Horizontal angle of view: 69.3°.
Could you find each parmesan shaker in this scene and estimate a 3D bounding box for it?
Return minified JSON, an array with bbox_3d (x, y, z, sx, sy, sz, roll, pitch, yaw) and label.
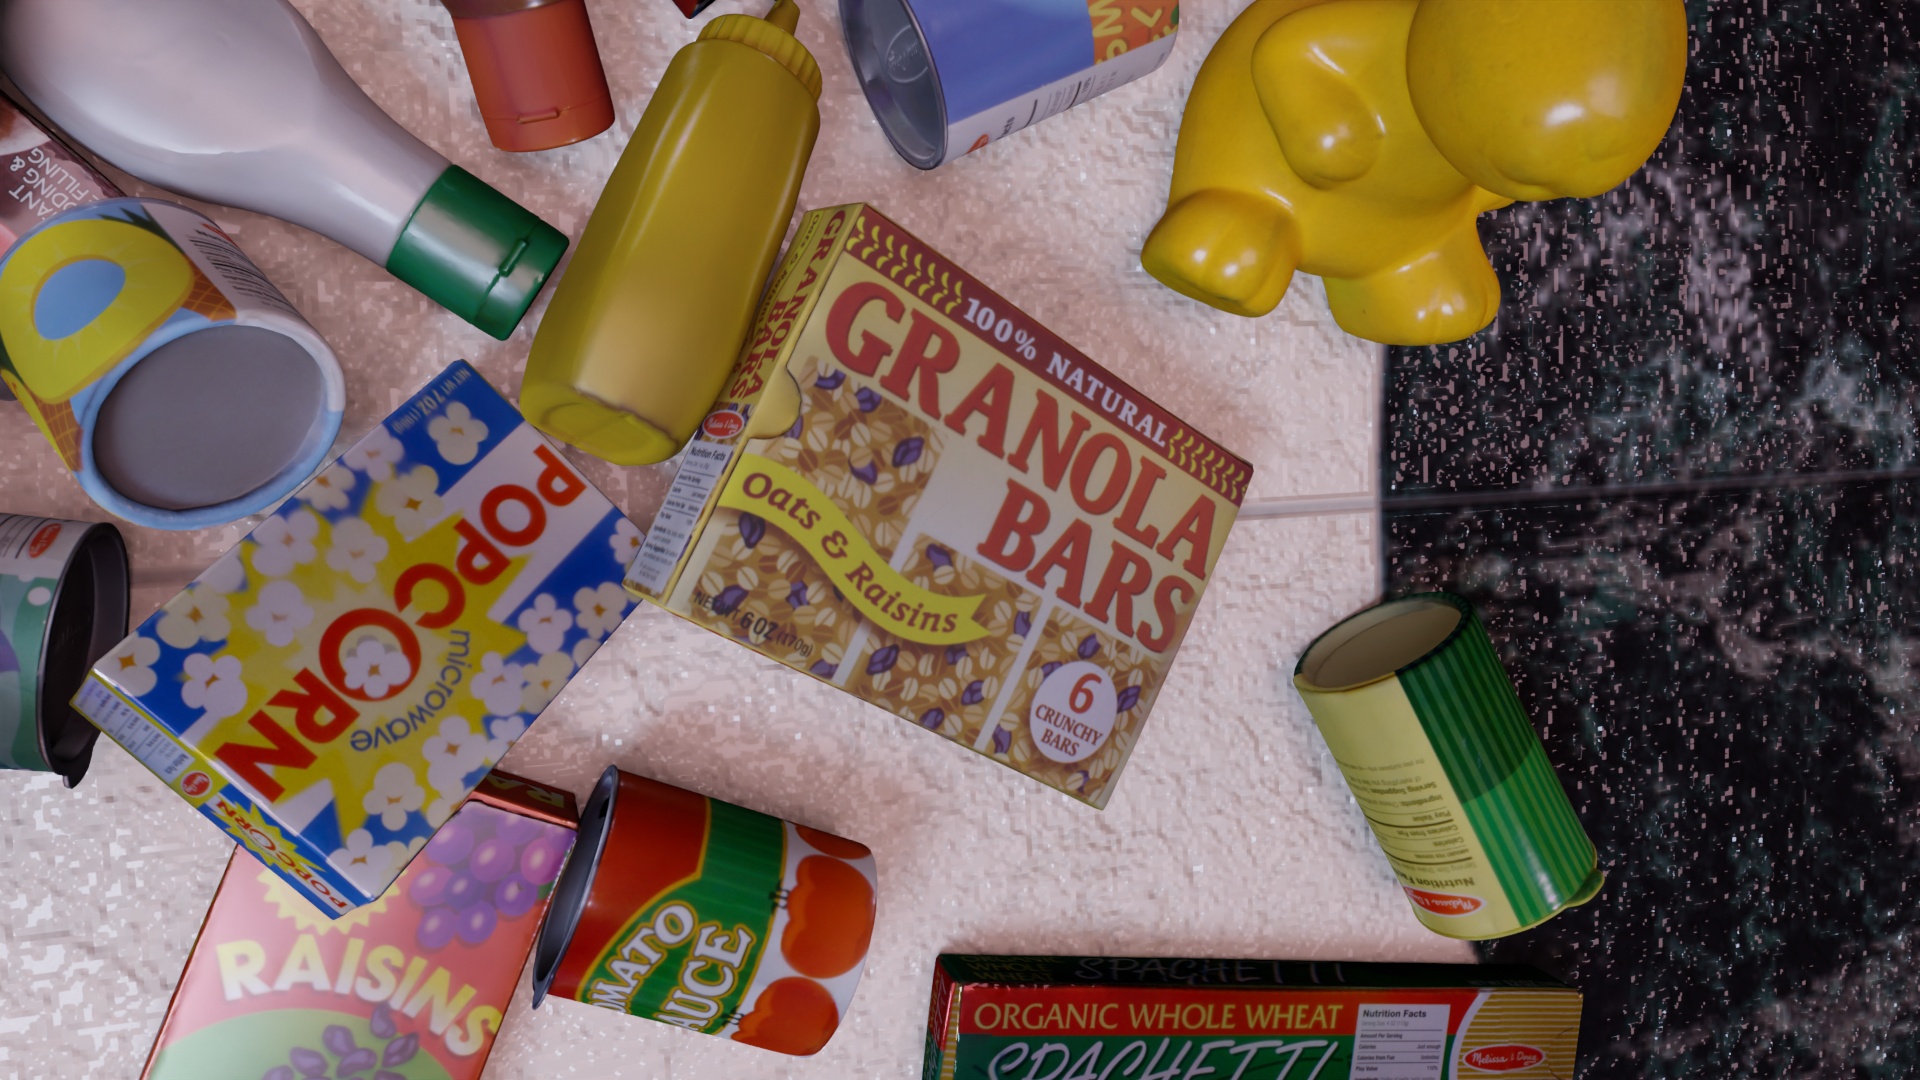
[{"bbox_3d":[0.170,0.077,0.483,0.071,0.071,0.103,-32,102,-13],"label":"parmesan shaker"}]

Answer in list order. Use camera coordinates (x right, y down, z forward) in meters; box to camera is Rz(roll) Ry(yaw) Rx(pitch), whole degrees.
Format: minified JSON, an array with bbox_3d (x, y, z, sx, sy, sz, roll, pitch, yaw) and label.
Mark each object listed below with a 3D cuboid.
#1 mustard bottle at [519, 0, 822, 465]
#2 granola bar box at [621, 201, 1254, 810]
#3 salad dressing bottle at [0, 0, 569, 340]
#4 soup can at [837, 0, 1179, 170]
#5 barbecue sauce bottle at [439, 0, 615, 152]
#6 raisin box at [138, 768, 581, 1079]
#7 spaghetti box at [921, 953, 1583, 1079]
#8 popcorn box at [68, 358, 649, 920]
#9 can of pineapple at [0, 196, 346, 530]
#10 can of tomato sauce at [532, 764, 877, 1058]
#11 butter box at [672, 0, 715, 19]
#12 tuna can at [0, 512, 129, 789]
[{"bbox_3d":[-0.073,-0.100,0.400,0.049,0.065,0.161,29,70,-28],"label":"mustard bottle"},{"bbox_3d":[0.002,-0.005,0.422,0.165,0.039,0.124,29,81,-30],"label":"granola bar box"},{"bbox_3d":[-0.181,-0.109,0.379,0.147,0.044,0.064,33,74,-17],"label":"salad dressing bottle"},{"bbox_3d":[0.013,-0.162,0.422,0.084,0.071,0.071,-27,101,-14],"label":"soup can"},{"bbox_3d":[-0.128,-0.180,0.364,0.065,0.044,0.147,-11,121,-3],"label":"barbecue sauce bottle"},{"bbox_3d":[-0.172,0.121,0.398,0.086,0.040,0.123,22,86,-16],"label":"raisin box"},{"bbox_3d":[0.108,0.177,0.492,0.250,0.028,0.050,7,92,-17],"label":"spaghetti box"},{"bbox_3d":[-0.149,0.022,0.371,0.085,0.038,0.127,47,51,-15],"label":"popcorn box"},{"bbox_3d":[-0.203,-0.043,0.353,0.058,0.070,0.071,40,80,26],"label":"can of pineapple"},{"bbox_3d":[-0.075,0.112,0.411,0.083,0.071,0.071,21,87,-18],"label":"can of tomato sauce"},{"bbox_3d":[-0.045,-0.199,0.409,0.104,0.053,0.024,-42,106,-10],"label":"butter box"},{"bbox_3d":[-0.242,0.028,0.357,0.033,0.071,0.071,7,92,-16],"label":"tuna can"}]
